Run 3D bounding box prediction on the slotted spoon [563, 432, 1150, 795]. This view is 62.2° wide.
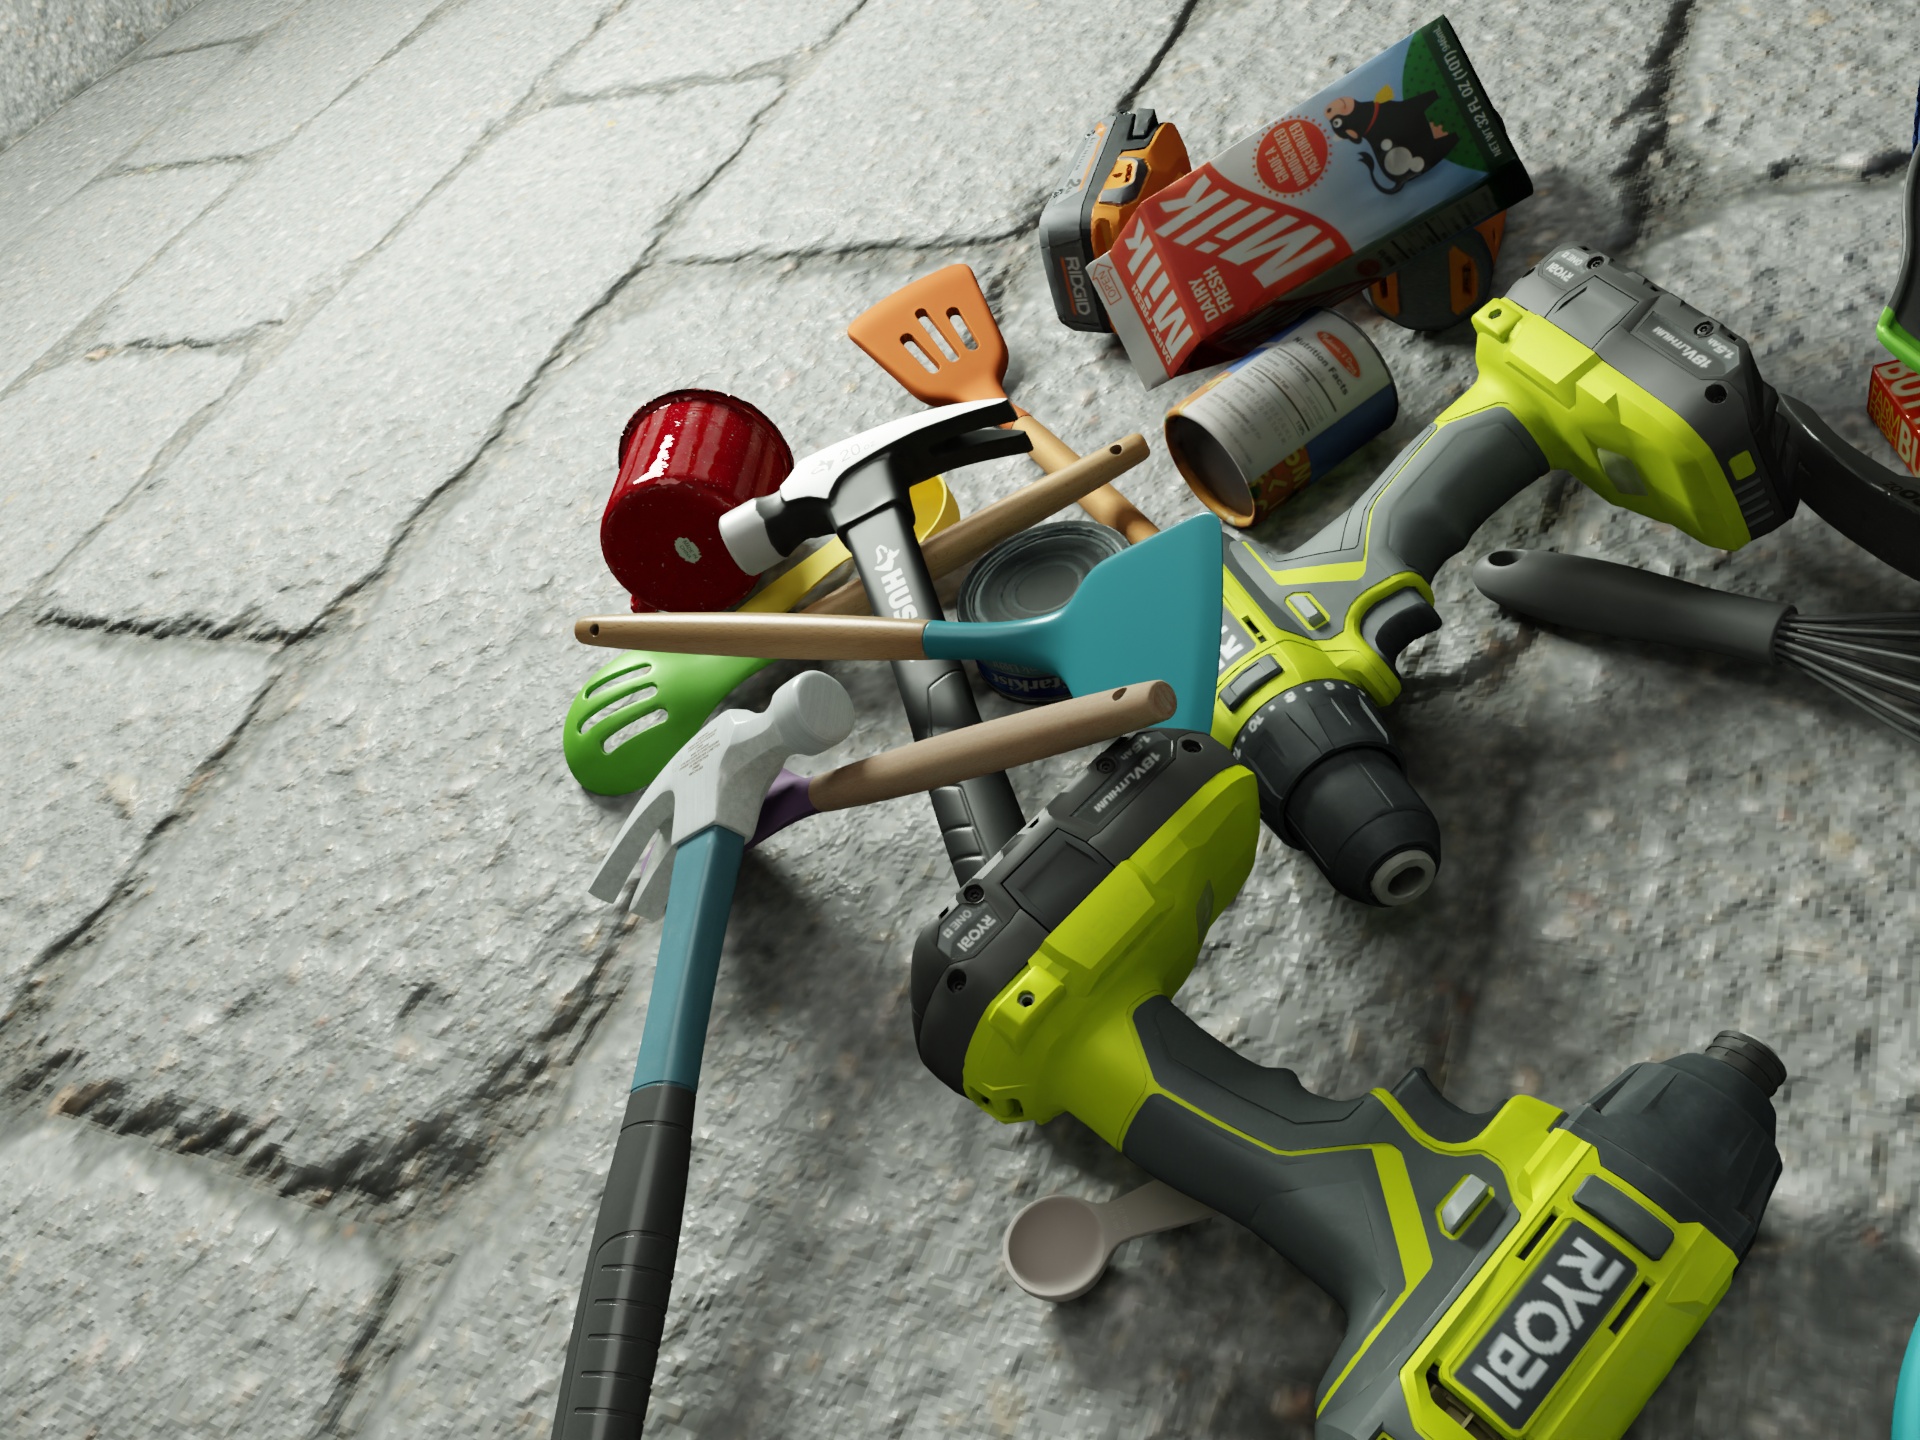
[{"bbox_3d":[-0.053,-0.056,0.744,0.314,0.031,0.070,-28,62,3],"label":"slotted spoon"}]

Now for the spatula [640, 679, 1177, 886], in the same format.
[{"bbox_3d":[-0.038,0.025,0.596,0.316,0.018,0.060,-17,37,49],"label":"spatula"}]

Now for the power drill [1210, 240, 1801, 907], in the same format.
[{"bbox_3d":[0.180,-0.052,0.584,0.228,0.080,0.191,-39,40,10],"label":"power drill"}]

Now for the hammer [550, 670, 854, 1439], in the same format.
[{"bbox_3d":[-0.104,0.142,0.547,0.128,0.033,0.331,-28,44,40],"label":"hammer"}]

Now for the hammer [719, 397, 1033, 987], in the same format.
[{"bbox_3d":[-0.001,-0.002,0.641,0.146,0.035,0.335,-26,51,8],"label":"hammer"}]

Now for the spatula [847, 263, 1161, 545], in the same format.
[{"bbox_3d":[0.040,-0.143,0.798,0.081,0.041,0.323,-31,43,-6],"label":"spatula"}]

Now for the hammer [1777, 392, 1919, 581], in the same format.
[{"bbox_3d":[0.474,-0.116,0.527,0.359,0.036,0.149,-16,33,0],"label":"hammer"}]

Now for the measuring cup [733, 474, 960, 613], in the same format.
[{"bbox_3d":[-0.066,-0.068,0.792,0.156,0.029,0.062,-36,50,7],"label":"measuring cup"}]

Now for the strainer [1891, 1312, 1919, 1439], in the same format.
[{"bbox_3d":[0.316,0.108,0.340,0.211,0.095,0.341,-2,55,20],"label":"strainer"}]

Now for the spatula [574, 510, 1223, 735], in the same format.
[{"bbox_3d":[-0.039,-0.035,0.631,0.317,0.044,0.082,3,88,30],"label":"spatula"}]

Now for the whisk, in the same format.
[{"bbox_3d":[0.287,-0.027,0.561,0.239,0.055,0.055,22,60,45],"label":"whisk"}]

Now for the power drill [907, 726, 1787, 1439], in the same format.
[{"bbox_3d":[0.109,0.106,0.467,0.223,0.080,0.171,37,69,29],"label":"power drill"}]

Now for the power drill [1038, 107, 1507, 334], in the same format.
[{"bbox_3d":[0.172,-0.274,0.837,0.226,0.084,0.164,5,50,24],"label":"power drill"}]

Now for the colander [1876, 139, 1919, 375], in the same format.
[{"bbox_3d":[0.467,-0.230,0.476,0.397,0.094,0.205,-37,57,-5],"label":"colander"}]

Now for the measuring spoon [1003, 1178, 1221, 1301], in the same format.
[{"bbox_3d":[0.074,0.155,0.506,0.124,0.018,0.034,-20,42,-3],"label":"measuring spoon"}]
